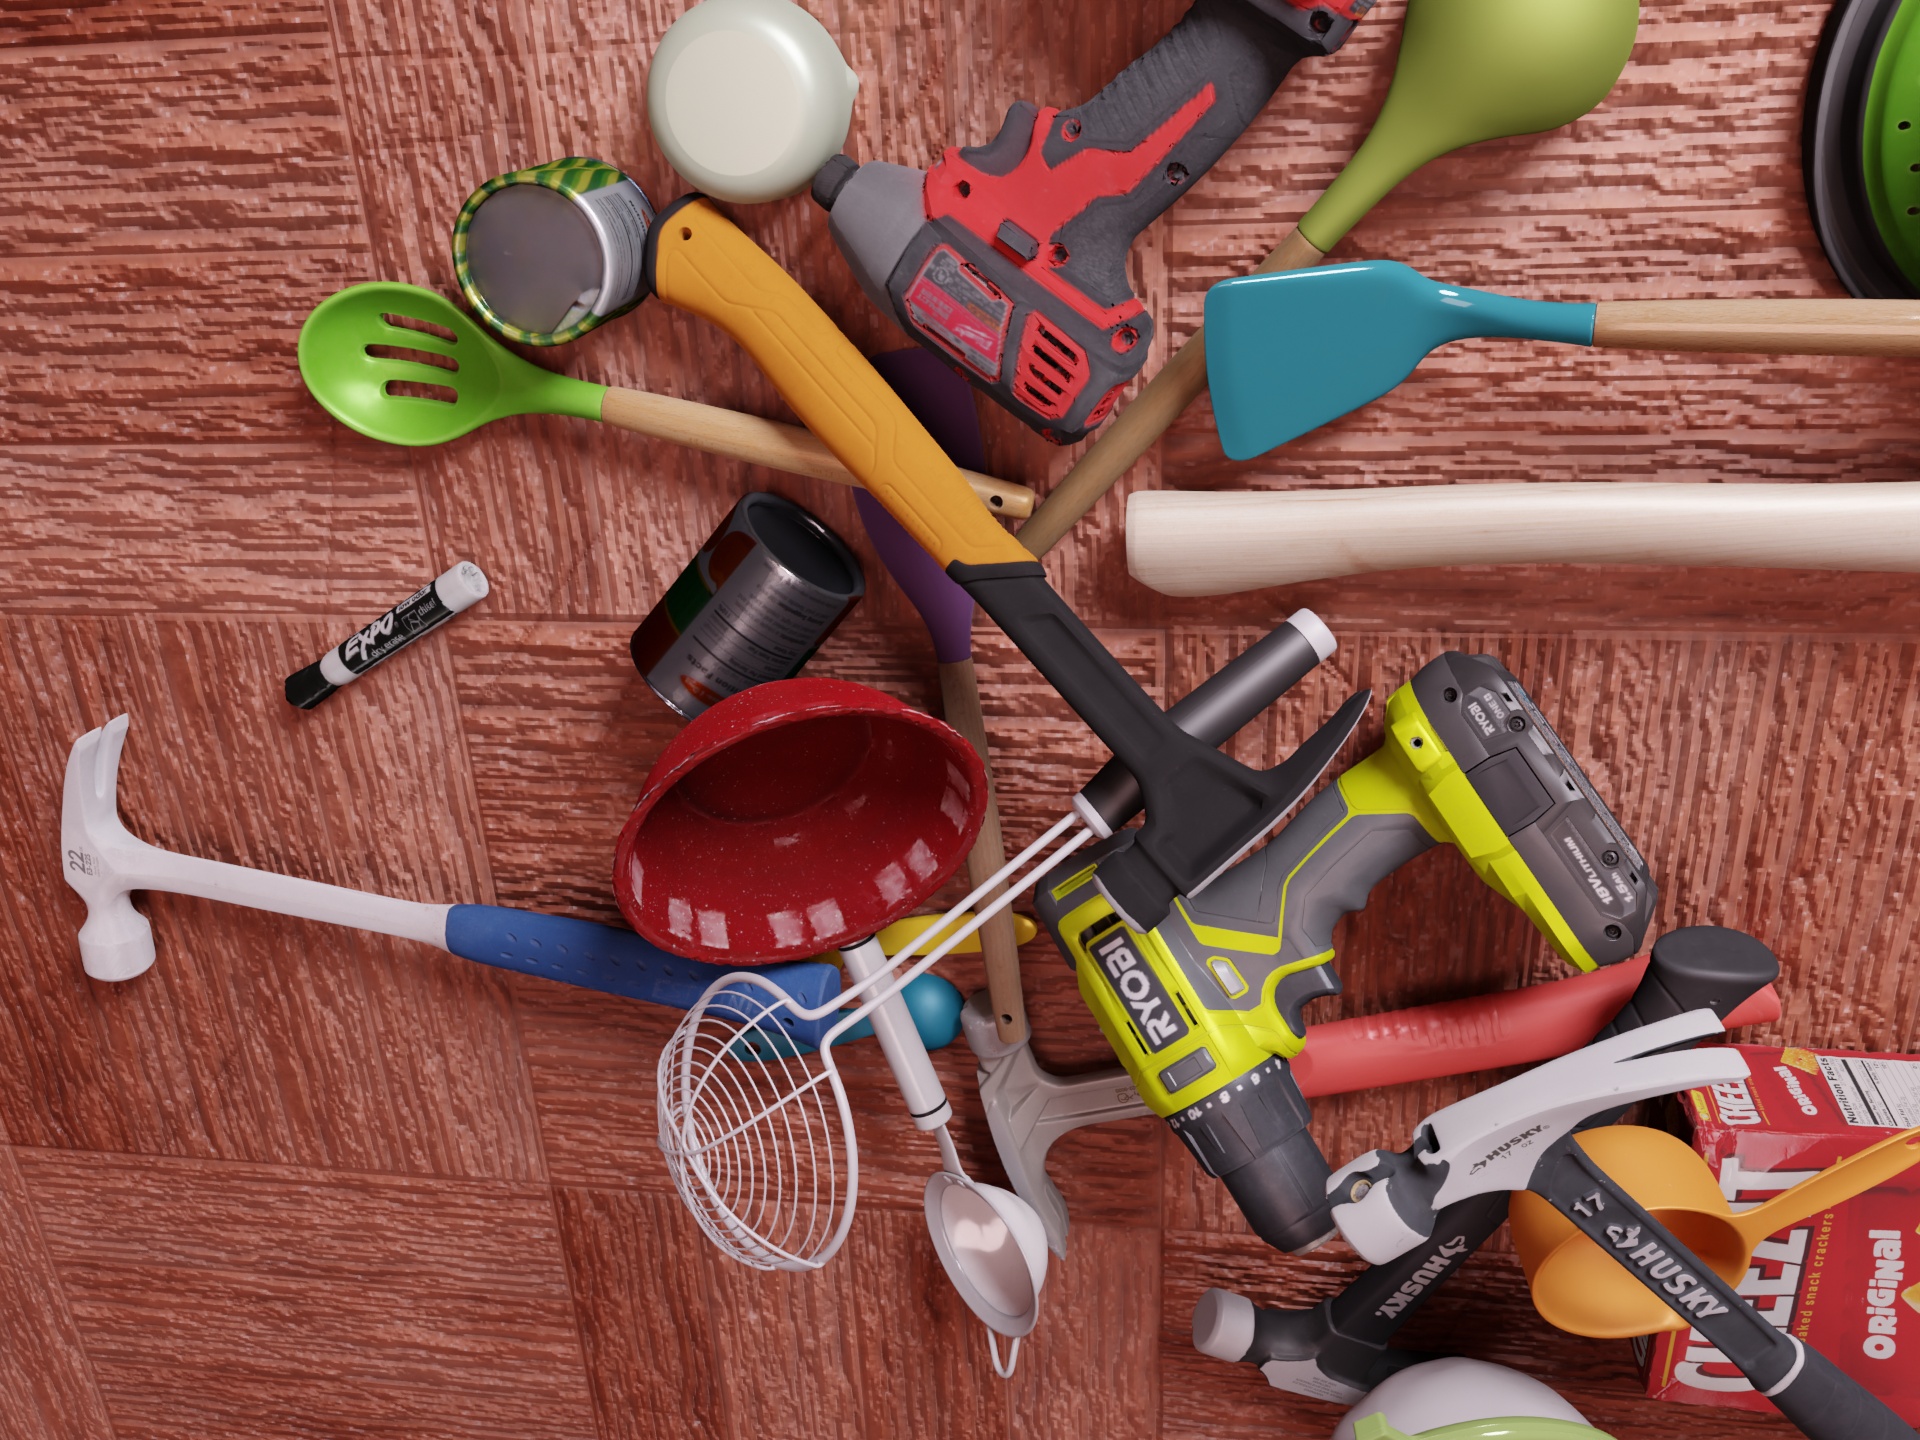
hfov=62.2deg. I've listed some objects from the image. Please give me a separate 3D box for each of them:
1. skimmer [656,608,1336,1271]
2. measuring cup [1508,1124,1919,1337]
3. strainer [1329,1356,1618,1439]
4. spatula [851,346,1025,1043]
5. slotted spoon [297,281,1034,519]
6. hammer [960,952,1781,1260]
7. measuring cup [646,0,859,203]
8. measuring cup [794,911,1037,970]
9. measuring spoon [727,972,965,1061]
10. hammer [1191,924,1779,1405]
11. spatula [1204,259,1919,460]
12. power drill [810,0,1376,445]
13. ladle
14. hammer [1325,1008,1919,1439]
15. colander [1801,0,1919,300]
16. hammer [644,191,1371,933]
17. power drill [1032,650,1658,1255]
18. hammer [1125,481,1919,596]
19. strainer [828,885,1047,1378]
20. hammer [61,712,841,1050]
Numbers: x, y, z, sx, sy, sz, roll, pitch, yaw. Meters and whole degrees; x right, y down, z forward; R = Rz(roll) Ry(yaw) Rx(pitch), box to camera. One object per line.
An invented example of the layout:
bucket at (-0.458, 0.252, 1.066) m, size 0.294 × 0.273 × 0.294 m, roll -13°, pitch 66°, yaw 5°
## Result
skimmer at (0.015, 0.088, 0.674) m, size 0.363 × 0.090 × 0.127 m, roll -39°, pitch 59°, yaw 1°
measuring cup at (0.309, 0.189, 0.652) m, size 0.173 × 0.052 × 0.095 m, roll -34°, pitch 120°, yaw 18°
strainer at (0.285, 0.340, 0.751) m, size 0.256 × 0.069 × 0.151 m, roll -2°, pitch 129°, yaw -5°
spatula at (-0.001, -0.002, 0.696) m, size 0.060 × 0.018 × 0.315 m, roll -5°, pitch 106°, yaw 16°
slotted spoon at (-0.122, -0.124, 0.662) m, size 0.314 × 0.031 × 0.070 m, roll 14°, pitch 117°, yaw 6°
hammer at (0.187, 0.164, 0.743) m, size 0.359 × 0.037 × 0.149 m, roll -14°, pitch 111°, yaw 16°
measuring cup at (-0.089, -0.276, 0.587) m, size 0.083 × 0.038 × 0.167 m, roll -4°, pitch 116°, yaw 12°
measuring cup at (-0.041, 0.112, 0.760) m, size 0.156 × 0.029 × 0.062 m, roll -8°, pitch 113°, yaw 16°
measuring spoon at (-0.060, 0.157, 0.789) m, size 0.128 × 0.021 × 0.042 m, roll -15°, pitch 111°, yaw 14°
hammer at (0.248, 0.214, 0.724) m, size 0.146 × 0.035 × 0.334 m, roll 22°, pitch 124°, yaw -11°
spatula at (0.246, -0.129, 0.550) m, size 0.317 × 0.044 × 0.082 m, roll 6°, pitch 140°, yaw 21°
power drill at (0.045, -0.222, 0.567) m, size 0.143 × 0.078 × 0.219 m, roll 38°, pitch 119°, yaw 3°
ladle at (0.118, -0.164, 0.608) m, size 0.078 × 0.062 × 0.320 m, roll 47°, pitch 121°, yaw 4°
hammer at (0.325, 0.249, 0.642) m, size 0.149 × 0.036 × 0.408 m, roll -39°, pitch 119°, yaw 22°
colander at (0.347, -0.264, 0.487) m, size 0.204 × 0.094 × 0.397 m, roll -30°, pitch 106°, yaw 21°
hammer at (0.003, -0.081, 0.619) m, size 0.127 × 0.034 × 0.337 m, roll -43°, pitch 86°, yaw 4°
power drill at (0.164, 0.096, 0.663) m, size 0.228 × 0.080 × 0.191 m, roll -36°, pitch 76°, yaw 21°
hammer at (0.266, -0.079, 0.591) m, size 0.410 × 0.038 × 0.146 m, roll 1°, pitch 146°, yaw 13°
strainer at (-0.009, 0.193, 0.758) m, size 0.087 × 0.050 × 0.258 m, roll -4°, pitch 112°, yaw 55°
hammer at (-0.256, 0.094, 0.770) m, size 0.405 × 0.035 × 0.144 m, roll 9°, pitch 115°, yaw 11°
